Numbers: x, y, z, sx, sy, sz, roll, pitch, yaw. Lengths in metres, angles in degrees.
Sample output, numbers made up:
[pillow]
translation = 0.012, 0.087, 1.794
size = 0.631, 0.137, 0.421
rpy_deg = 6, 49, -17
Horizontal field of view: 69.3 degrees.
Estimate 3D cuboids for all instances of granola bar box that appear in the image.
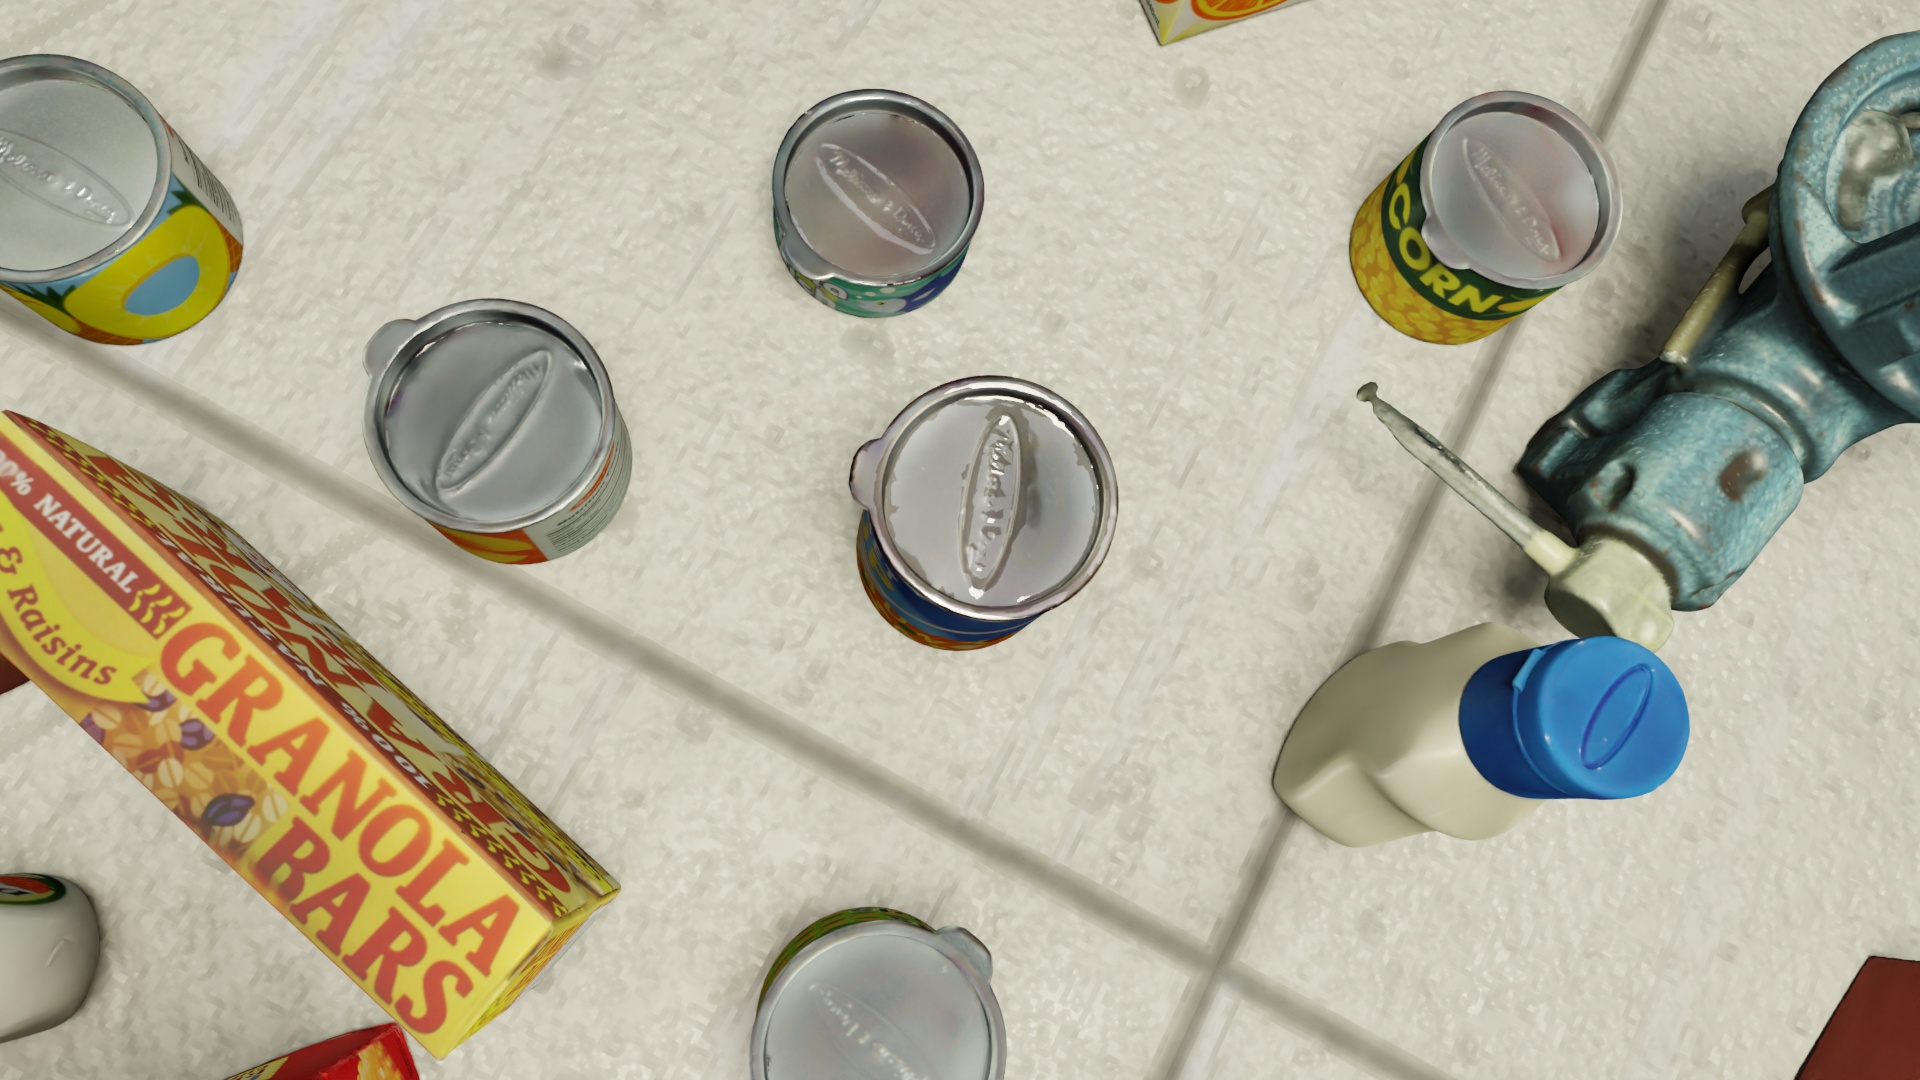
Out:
[granola bar box]
translation = -0.163, 0.049, 0.348
size = 0.165, 0.124, 0.039
rpy_deg = 42, 77, 2

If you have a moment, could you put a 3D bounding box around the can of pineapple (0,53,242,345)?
[can of pineapple]
translation = -0.252, -0.094, 0.399
size = 0.071, 0.057, 0.071
rpy_deg = 1, 79, -7

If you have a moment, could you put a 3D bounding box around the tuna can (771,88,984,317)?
[tuna can]
translation = -0.029, -0.105, 0.444
size = 0.071, 0.032, 0.071
rpy_deg = 1, 79, -7

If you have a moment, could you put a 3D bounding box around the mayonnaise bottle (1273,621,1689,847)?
[mayonnaise bottle]
translation = 0.134, 0.052, 0.375
size = 0.041, 0.147, 0.065
rpy_deg = 38, 77, 1

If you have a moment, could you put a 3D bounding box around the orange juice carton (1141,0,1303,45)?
[orange juice carton]
translation = 0.101, -0.234, 0.405
size = 0.073, 0.192, 0.072
rpy_deg = -21, 83, -11

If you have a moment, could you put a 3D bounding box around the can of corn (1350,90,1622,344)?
[can of corn]
translation = 0.168, -0.102, 0.456
size = 0.071, 0.058, 0.071
rpy_deg = 1, 79, -7

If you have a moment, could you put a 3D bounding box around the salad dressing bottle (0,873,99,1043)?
[salad dressing bottle]
translation = -0.253, 0.101, 0.314
size = 0.064, 0.147, 0.044
rpy_deg = -2, 80, -8

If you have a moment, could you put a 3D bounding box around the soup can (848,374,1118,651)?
[soup can]
translation = 0.001, -0.005, 0.402
size = 0.071, 0.083, 0.071
rpy_deg = 1, 79, -7

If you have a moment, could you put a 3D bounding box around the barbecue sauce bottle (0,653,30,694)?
[barbecue sauce bottle]
translation = -0.274, 0.002, 0.330
size = 0.044, 0.148, 0.065
rpy_deg = -35, 85, -12

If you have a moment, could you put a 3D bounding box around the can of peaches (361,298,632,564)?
[can of peaches]
translation = -0.133, -0.031, 0.402
size = 0.071, 0.058, 0.071
rpy_deg = 1, 79, -7

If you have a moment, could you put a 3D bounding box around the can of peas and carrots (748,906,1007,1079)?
[can of peas and carrots]
translation = -0.023, 0.135, 0.383
size = 0.071, 0.058, 0.071
rpy_deg = 1, 79, -7
